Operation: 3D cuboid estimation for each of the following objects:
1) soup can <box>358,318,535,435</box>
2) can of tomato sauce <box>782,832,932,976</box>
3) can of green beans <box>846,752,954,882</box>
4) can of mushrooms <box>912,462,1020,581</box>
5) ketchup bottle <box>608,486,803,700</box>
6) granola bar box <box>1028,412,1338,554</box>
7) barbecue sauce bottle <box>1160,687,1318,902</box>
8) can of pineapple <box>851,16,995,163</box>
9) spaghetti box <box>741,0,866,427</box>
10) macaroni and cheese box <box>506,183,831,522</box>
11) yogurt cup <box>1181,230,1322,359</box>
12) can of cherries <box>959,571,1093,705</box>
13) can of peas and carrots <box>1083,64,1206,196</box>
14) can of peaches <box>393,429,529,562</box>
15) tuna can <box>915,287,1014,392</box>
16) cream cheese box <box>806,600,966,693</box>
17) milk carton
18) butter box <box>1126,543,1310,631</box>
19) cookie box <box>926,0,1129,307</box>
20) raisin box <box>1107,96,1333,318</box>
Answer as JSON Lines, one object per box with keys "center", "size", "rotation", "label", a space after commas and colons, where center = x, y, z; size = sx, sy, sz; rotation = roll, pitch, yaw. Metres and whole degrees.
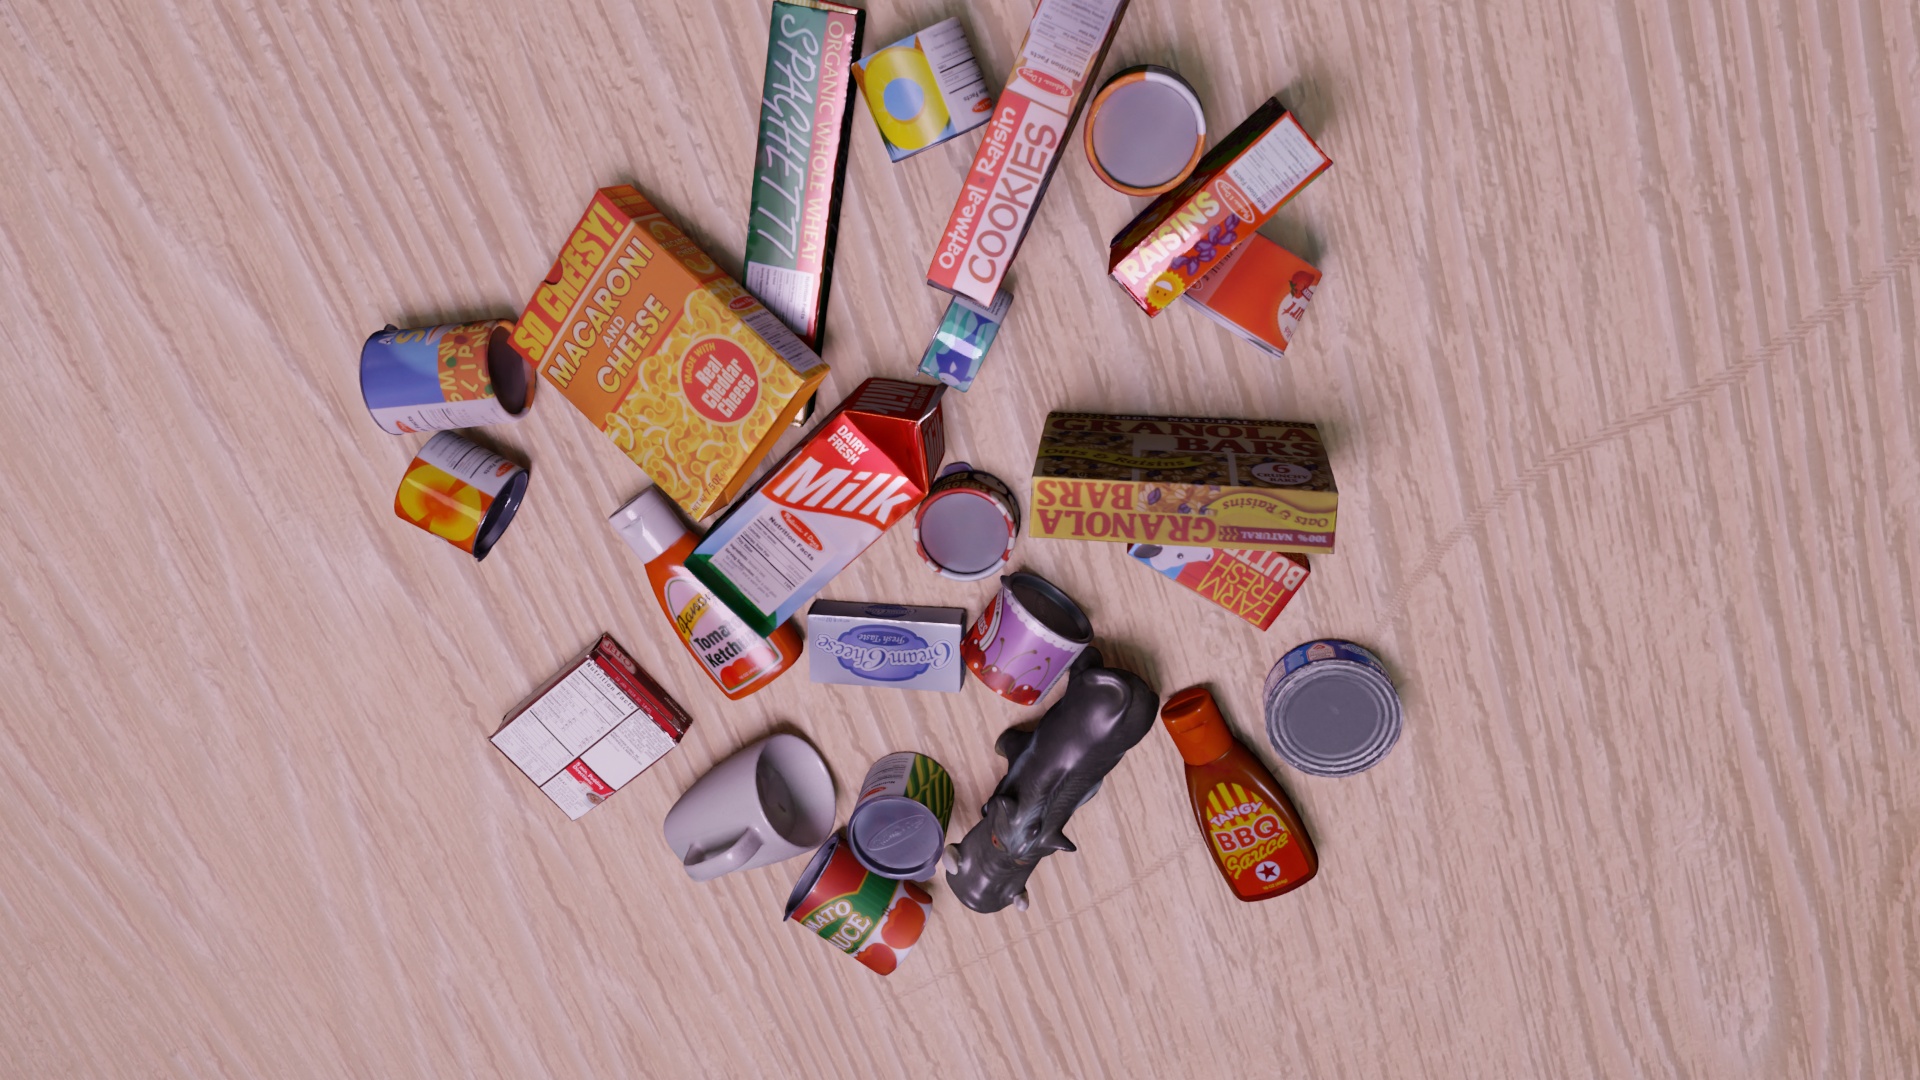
{"center": [-0.319, -0.105, 0.869], "size": [0.084, 0.071, 0.071], "rotation": [-5, 111, 9], "label": "soup can"}
{"center": [-0.072, 0.258, 0.978], "size": [0.083, 0.071, 0.071], "rotation": [35, 112, -7], "label": "can of tomato sauce"}
{"center": [-0.040, 0.188, 0.951], "size": [0.071, 0.058, 0.071], "rotation": [3, 112, 7], "label": "can of green beans"}
{"center": [0.003, -0.011, 0.879], "size": [0.071, 0.033, 0.070], "rotation": [3, 113, 7], "label": "can of mushrooms"}
{"center": [-0.171, 0.033, 0.915], "size": [0.064, 0.044, 0.148], "rotation": [-32, 104, 19], "label": "ketchup bottle"}
{"center": [0.127, -0.037, 0.802], "size": [0.165, 0.125, 0.039], "rotation": [3, 112, 7], "label": "granola bar box"}
{"center": [0.180, 0.167, 0.921], "size": [0.065, 0.044, 0.148], "rotation": [-25, 106, 16], "label": "barbecue sauce bottle"}
{"center": [-0.021, -0.249, 0.769], "size": [0.071, 0.071, 0.057], "rotation": [-20, 108, 15], "label": "can of pineapple"}
{"center": [-0.098, -0.191, 0.823], "size": [0.050, 0.029, 0.248], "rotation": [12, 113, 3], "label": "spaghetti box"}
{"center": [-0.178, -0.112, 0.837], "size": [0.166, 0.040, 0.123], "rotation": [43, 117, 3], "label": "macaroni and cheese box"}
{"center": [0.168, -0.143, 0.788], "size": [0.072, 0.072, 0.053], "rotation": [30, 105, -5], "label": "yogurt cup"}
{"center": [0.040, 0.061, 0.885], "size": [0.071, 0.072, 0.058], "rotation": [34, 112, -6], "label": "can of cherries"}
{"center": [0.100, -0.224, 0.766], "size": [0.071, 0.059, 0.070], "rotation": [3, 112, 7], "label": "can of peas and carrots"}
{"center": [-0.323, -0.029, 0.898], "size": [0.058, 0.071, 0.071], "rotation": [28, 113, -4], "label": "can of peaches"}
{"center": [0.002, -0.120, 0.817], "size": [0.033, 0.071, 0.070], "rotation": [26, 113, -4], "label": "tuna can"}
{"center": [-0.048, 0.071, 0.924], "size": [0.104, 0.024, 0.053], "rotation": [3, 113, 7], "label": "cream cheese box"}
{"center": [-0.076, -0.032, 0.861], "size": [0.190, 0.072, 0.073], "rotation": [-41, 102, 21], "label": "milk carton"}
{"center": [0.161, 0.010, 0.871], "size": [0.103, 0.024, 0.053], "rotation": [29, 113, -4], "label": "butter box"}
{"center": [0.037, -0.218, 0.742], "size": [0.040, 0.123, 0.166], "rotation": [24, 113, -1], "label": "cookie box"}
{"center": [0.138, -0.184, 0.762], "size": [0.123, 0.086, 0.040], "rotation": [-40, 103, 20], "label": "raisin box"}
